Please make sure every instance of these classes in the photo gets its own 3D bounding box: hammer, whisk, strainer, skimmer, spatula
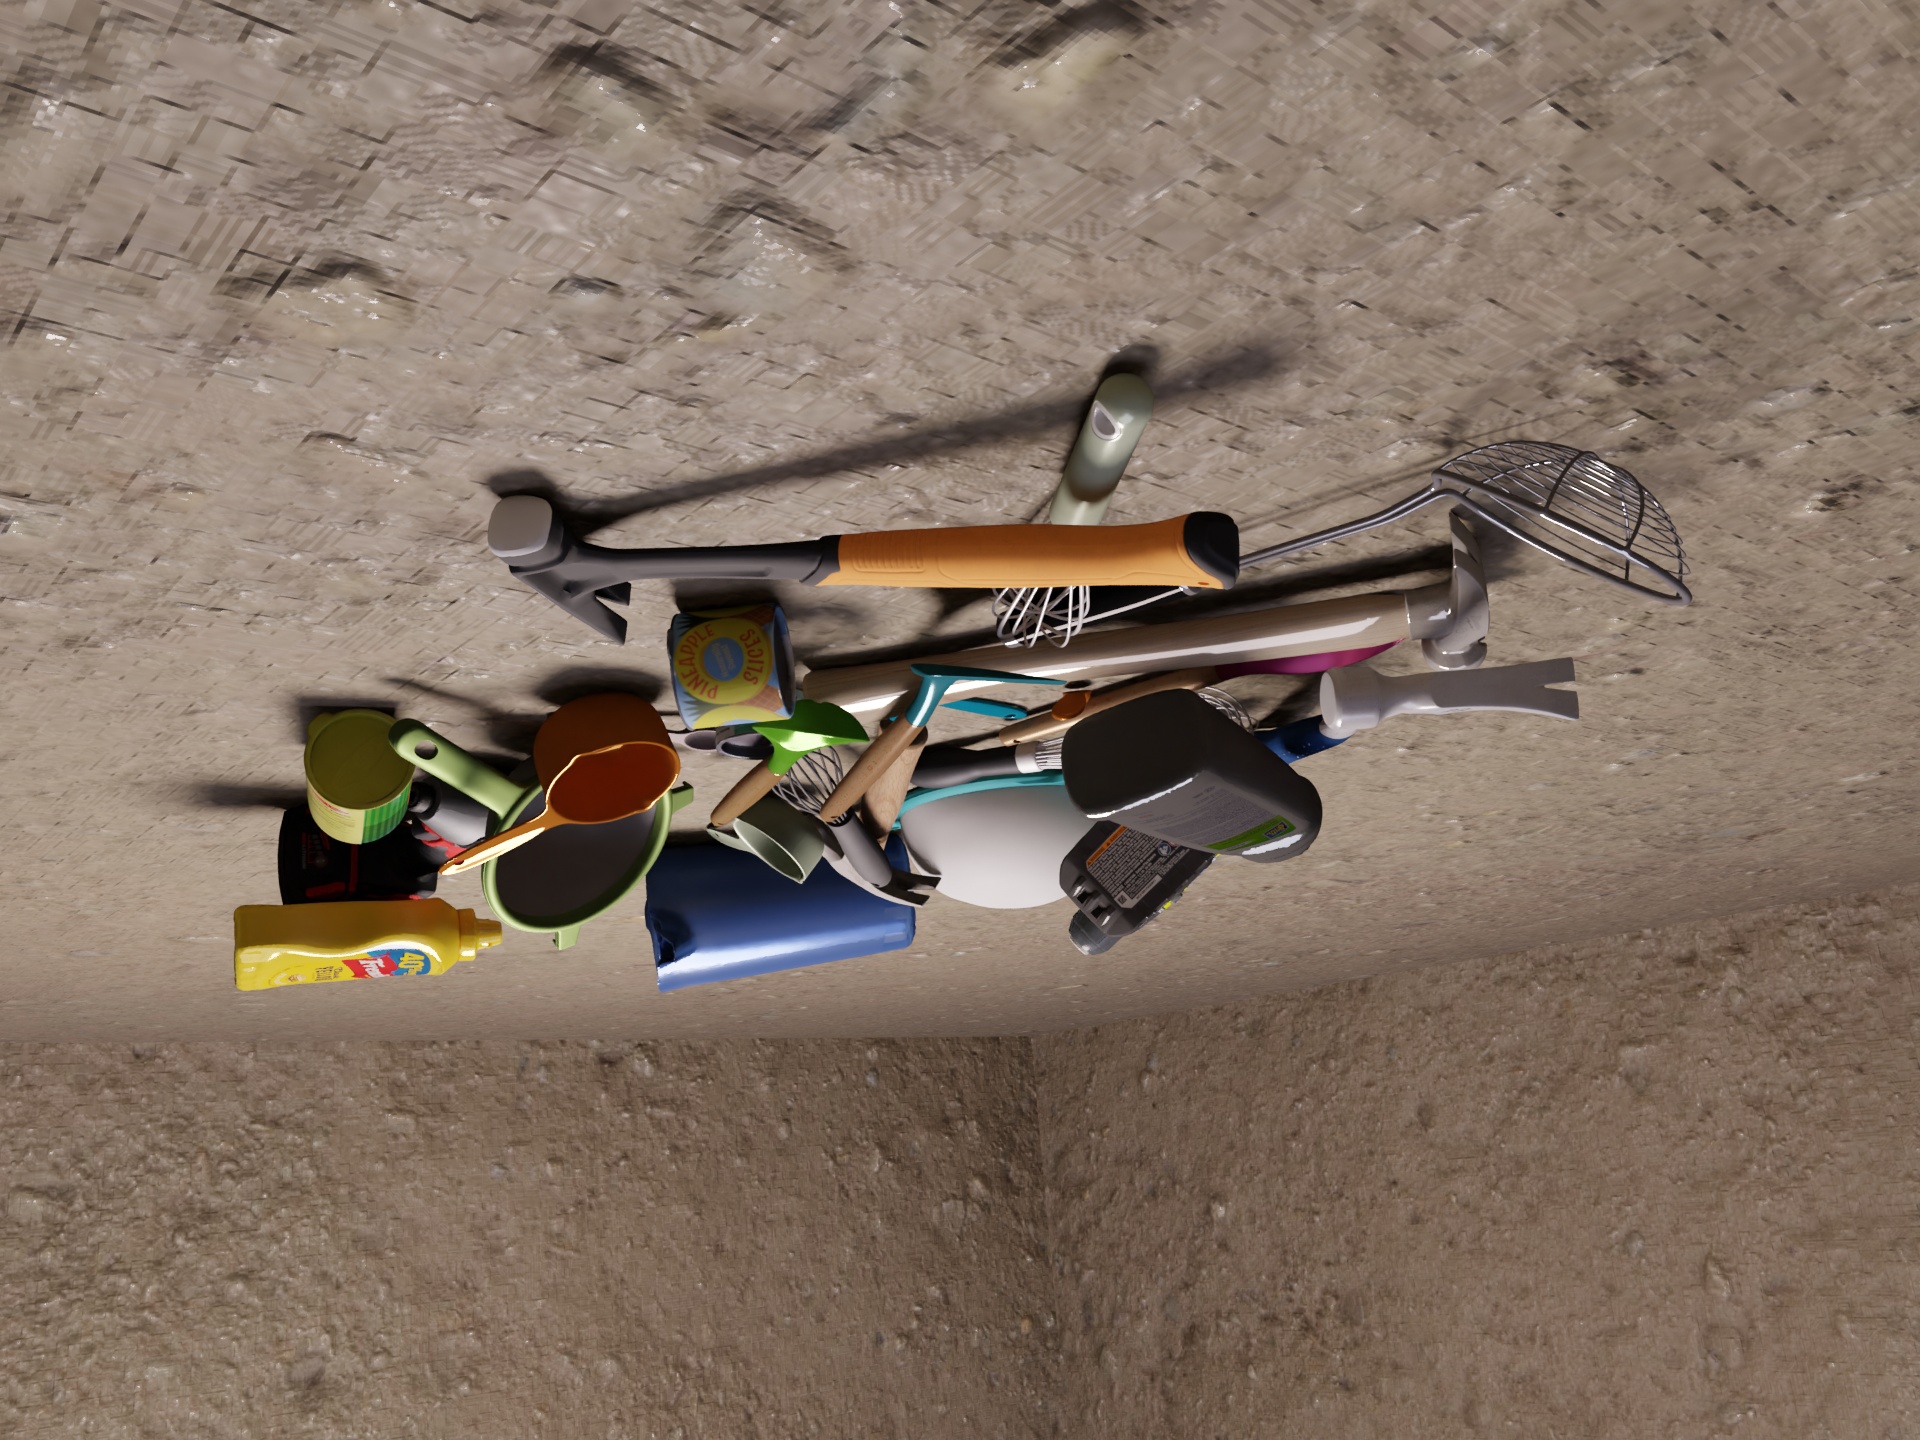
[{"bbox_3d":[-0.061,0.070,1.242,0.130,0.031,0.331,32,156,4],"label":"hammer"},{"bbox_3d":[-0.094,0.071,1.188,0.055,0.055,0.238,-8,148,12],"label":"whisk"},{"bbox_3d":[0.054,-0.095,0.764,0.059,0.058,0.246,-36,169,-18],"label":"whisk"},{"bbox_3d":[0.099,-0.045,0.943,0.410,0.038,0.146,-8,157,15],"label":"hammer"},{"bbox_3d":[-0.305,0.049,1.082,0.069,0.151,0.256,35,174,36],"label":"strainer"},{"bbox_3d":[0.173,-0.061,0.812,0.363,0.090,0.127,-14,161,34],"label":"skimmer"},{"bbox_3d":[0.255,0.004,1.034,0.144,0.035,0.405,-3,174,-4],"label":"hammer"},{"bbox_3d":[0.081,0.022,1.157,0.284,0.070,0.070,-8,164,30],"label":"whisk"},{"bbox_3d":[0.076,0.096,1.327,0.211,0.095,0.340,4,163,-28],"label":"strainer"},{"bbox_3d":[-0.036,0.017,0.984,0.082,0.044,0.317,2,157,-22],"label":"spatula"},{"bbox_3d":[-0.040,-0.072,0.742,0.337,0.034,0.127,0,165,14],"label":"hammer"}]

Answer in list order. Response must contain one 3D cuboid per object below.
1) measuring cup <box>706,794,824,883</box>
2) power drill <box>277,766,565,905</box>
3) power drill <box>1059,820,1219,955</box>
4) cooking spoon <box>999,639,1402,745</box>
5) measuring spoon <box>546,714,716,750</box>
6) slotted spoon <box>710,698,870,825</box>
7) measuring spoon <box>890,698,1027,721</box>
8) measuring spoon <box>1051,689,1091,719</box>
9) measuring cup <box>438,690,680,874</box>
[{"bbox_3d":[-0.170,0.092,1.347,0.083,0.038,0.168,49,158,-24],"label":"measuring cup"},{"bbox_3d":[-0.408,0.087,1.201,0.219,0.079,0.143,-18,160,30],"label":"power drill"},{"bbox_3d":[0.148,0.115,1.261,0.190,0.080,0.228,-45,167,4],"label":"power drill"},{"bbox_3d":[0.151,-0.027,1.058,0.319,0.017,0.068,-18,148,37],"label":"cooking spoon"},{"bbox_3d":[-0.215,0.001,1.072,0.124,0.018,0.034,8,153,-17],"label":"measuring spoon"},{"bbox_3d":[-0.129,0.034,1.055,0.070,0.031,0.313,8,163,-19],"label":"slotted spoon"},{"bbox_3d":[-0.002,-0.003,1.091,0.128,0.021,0.042,9,159,-40],"label":"measuring spoon"},{"bbox_3d":[0.073,-0.008,1.037,0.021,0.011,0.117,-5,-172,9],"label":"measuring spoon"},{"bbox_3d":[-0.266,0.040,1.026,0.173,0.052,0.095,-28,151,5],"label":"measuring cup"}]
